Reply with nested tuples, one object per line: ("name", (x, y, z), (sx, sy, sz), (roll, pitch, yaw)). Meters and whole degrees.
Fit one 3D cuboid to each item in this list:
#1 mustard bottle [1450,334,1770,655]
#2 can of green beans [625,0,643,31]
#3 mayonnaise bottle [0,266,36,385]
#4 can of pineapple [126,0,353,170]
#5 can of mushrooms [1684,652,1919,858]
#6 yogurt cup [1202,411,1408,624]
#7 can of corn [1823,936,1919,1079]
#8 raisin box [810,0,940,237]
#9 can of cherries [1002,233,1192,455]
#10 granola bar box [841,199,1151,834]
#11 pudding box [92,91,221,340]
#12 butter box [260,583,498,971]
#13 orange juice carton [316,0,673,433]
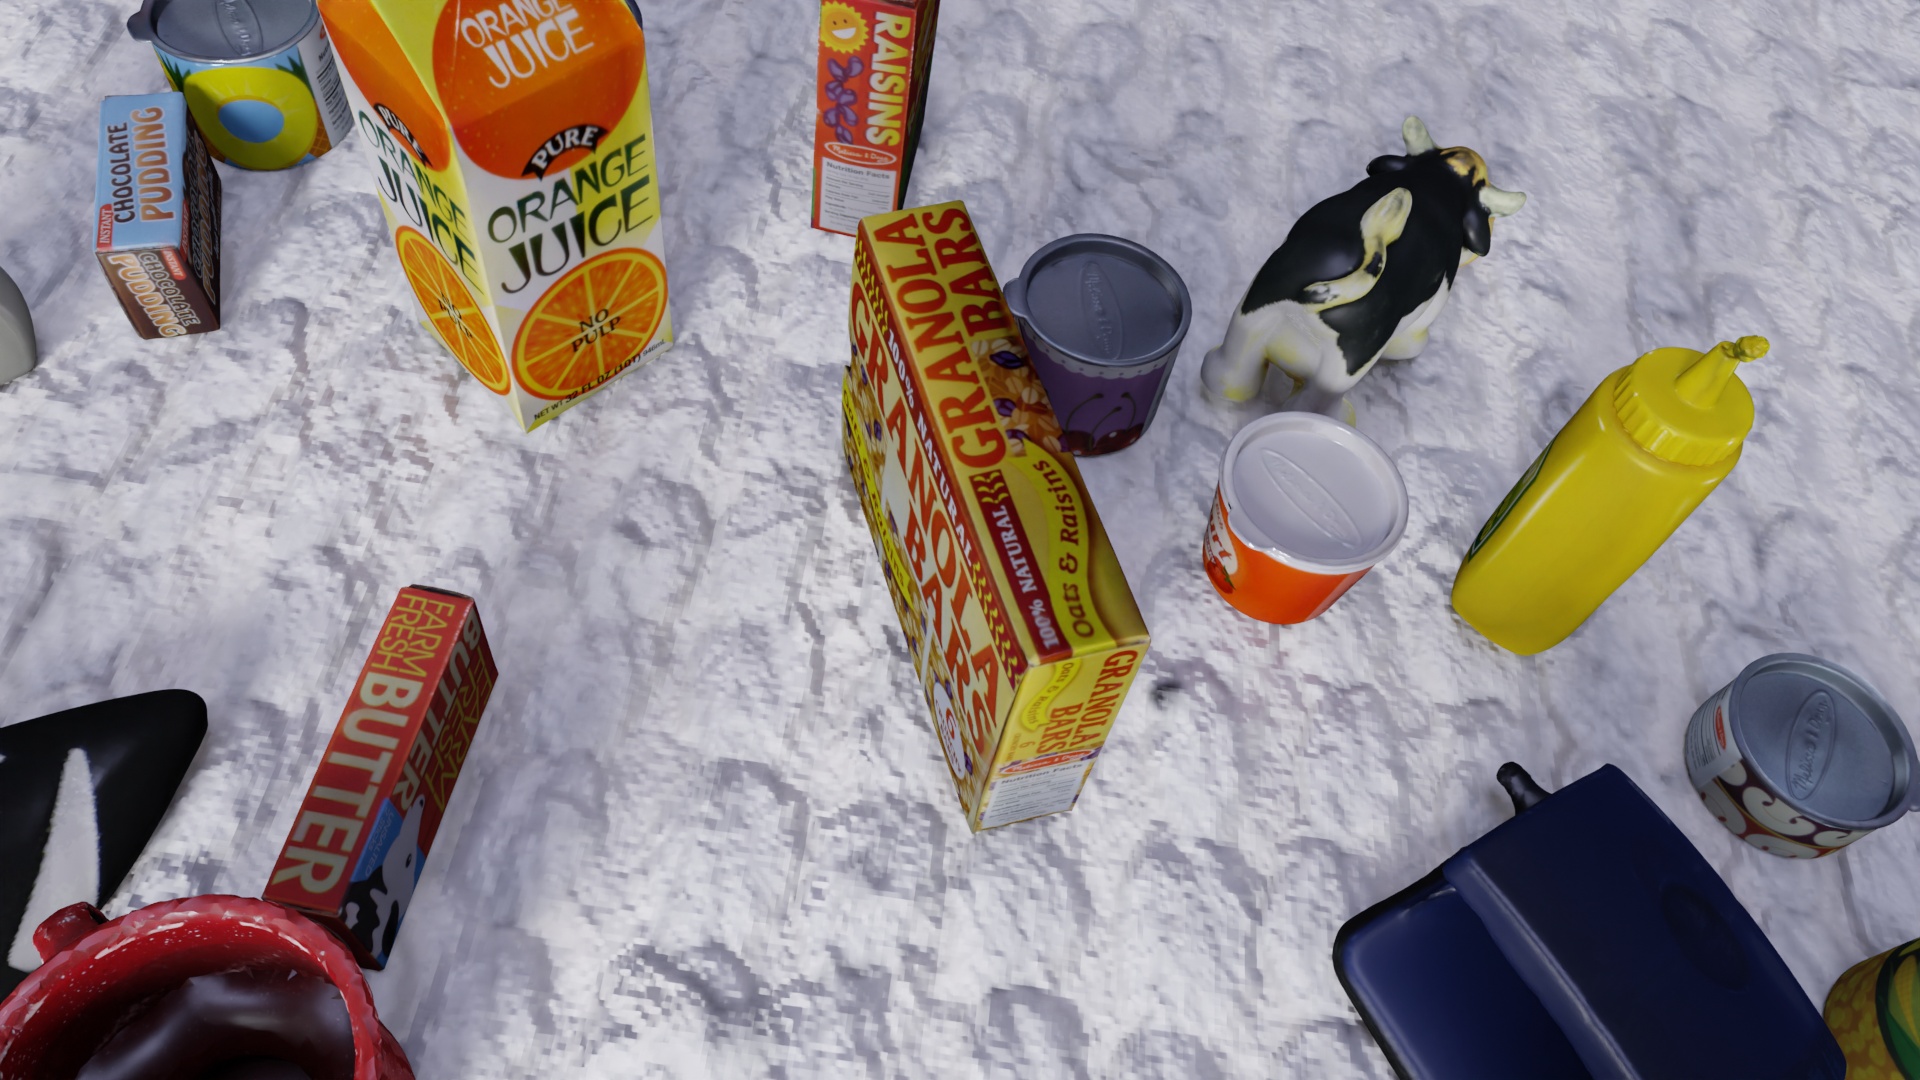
("mustard bottle", (0.220, -0.020, 0.467), (0.049, 0.159, 0.065), (36, 60, 15))
("can of green beans", (-0.166, -0.196, 0.588), (0.071, 0.057, 0.071), (4, 57, -5))
("mayonnaise bottle", (-0.362, -0.104, 0.448), (0.065, 0.147, 0.041), (-19, 62, -18))
("can of pineapple", (-0.292, -0.195, 0.570), (0.071, 0.057, 0.071), (4, 57, -5))
("can of mushrooms", (0.297, 0.077, 0.490), (0.071, 0.033, 0.071), (4, 57, -5))
("yogurt cup", (0.121, -0.005, 0.507), (0.072, 0.053, 0.073), (4, 57, -5))
("can of corn", (0.315, 0.152, 0.430), (0.071, 0.058, 0.071), (4, 57, -5))
("raisin box", (-0.033, -0.196, 0.567), (0.040, 0.122, 0.086), (11, 57, 0))
("can of cherries", (0.048, -0.076, 0.539), (0.071, 0.058, 0.072), (4, 57, -5))
("granola bar box", (0.002, -0.006, 0.449), (0.039, 0.123, 0.166), (-12, 60, -15))
("pudding box", (-0.304, -0.124, 0.528), (0.030, 0.049, 0.084), (-10, 59, -14))
("butter box", (-0.171, 0.070, 0.419), (0.024, 0.052, 0.104), (11, 57, -1))
("orange juice carton", (-0.151, -0.131, 0.468), (0.072, 0.191, 0.073), (-37, 69, -26))
